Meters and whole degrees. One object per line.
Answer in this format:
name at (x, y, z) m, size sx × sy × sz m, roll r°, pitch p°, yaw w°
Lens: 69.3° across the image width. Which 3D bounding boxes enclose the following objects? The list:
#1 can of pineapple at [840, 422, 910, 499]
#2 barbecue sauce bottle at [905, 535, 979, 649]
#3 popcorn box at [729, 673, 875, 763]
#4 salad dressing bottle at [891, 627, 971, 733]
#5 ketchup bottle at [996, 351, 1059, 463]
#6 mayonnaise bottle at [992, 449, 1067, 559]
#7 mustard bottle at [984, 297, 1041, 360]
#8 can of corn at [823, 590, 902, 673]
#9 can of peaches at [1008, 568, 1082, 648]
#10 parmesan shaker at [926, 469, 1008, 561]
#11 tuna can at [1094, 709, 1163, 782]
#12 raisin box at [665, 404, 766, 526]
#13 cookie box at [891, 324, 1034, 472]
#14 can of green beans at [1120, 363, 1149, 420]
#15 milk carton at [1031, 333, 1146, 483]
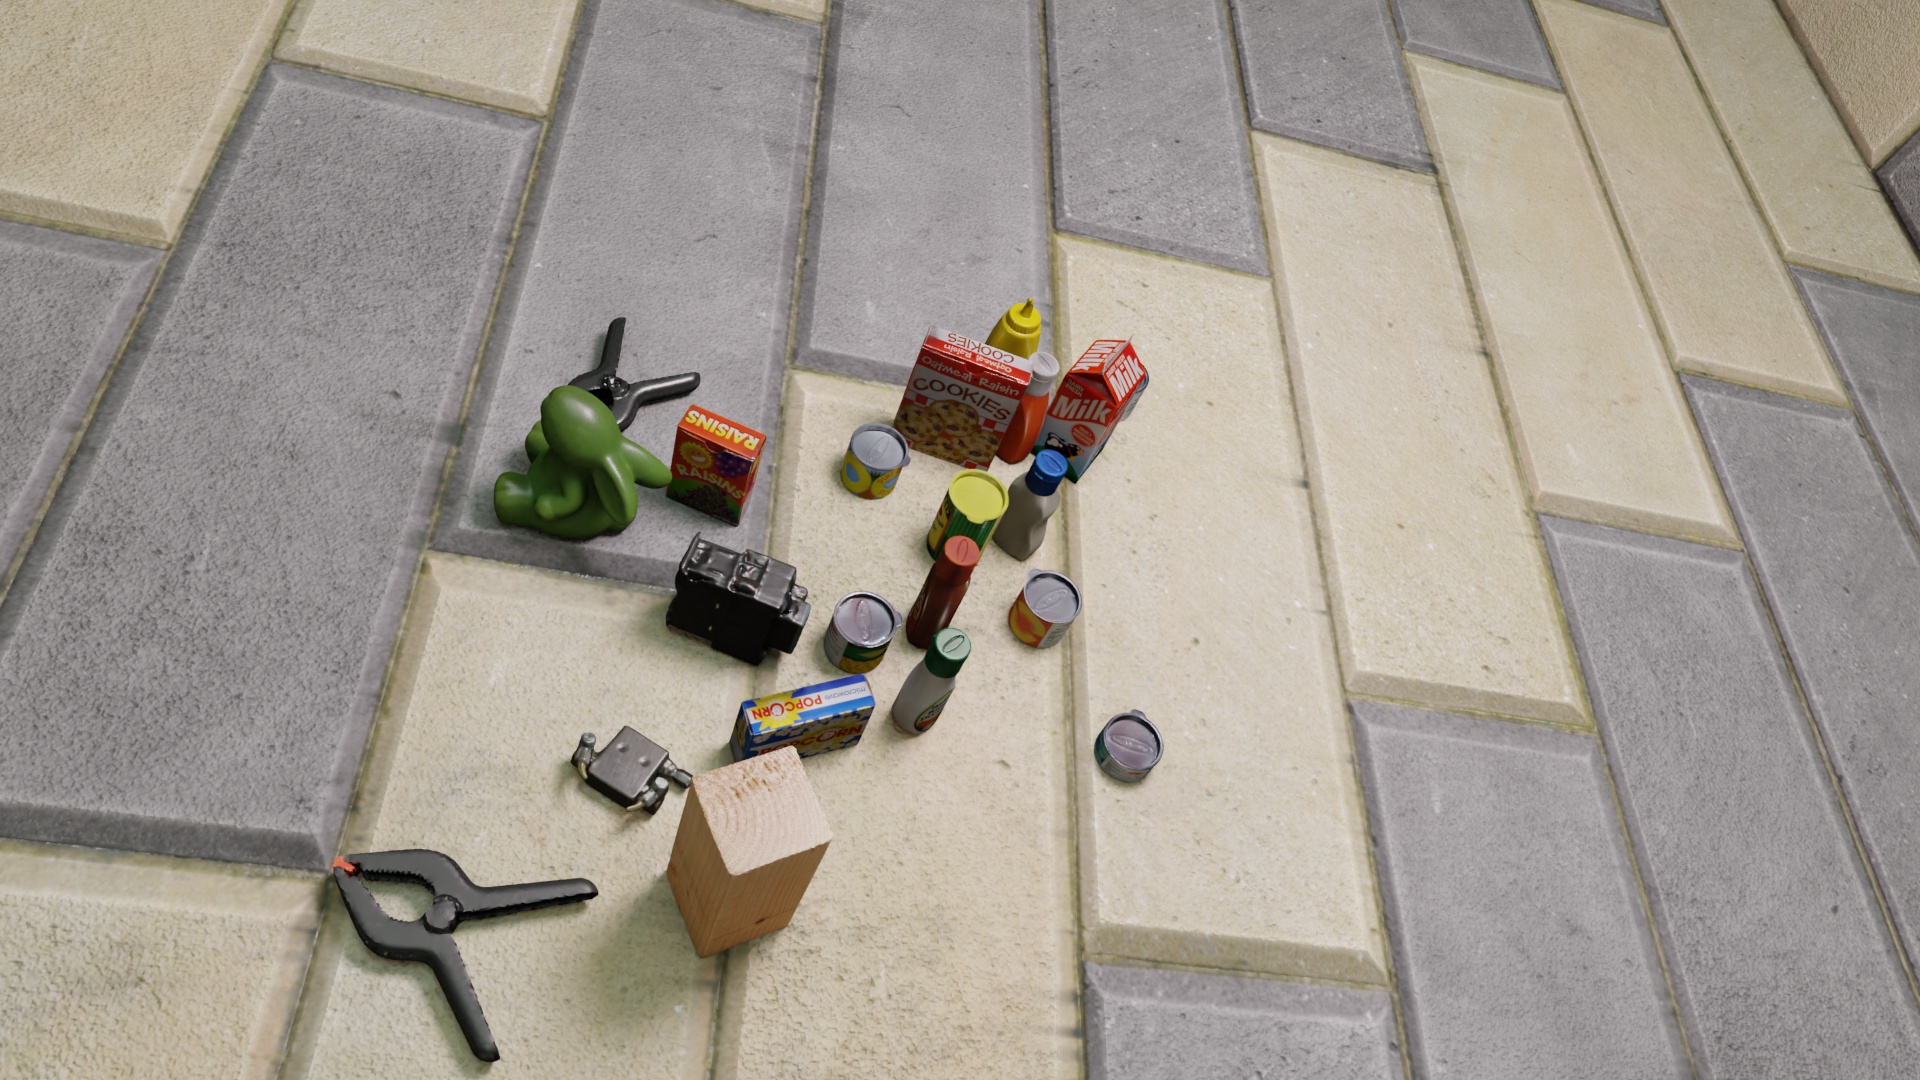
can of pineapple at (-0.096, -0.087, 1.550) m, size 0.071 × 0.057 × 0.071 m, roll 9°, pitch 54°, yaw -13°
barbecue sauce bottle at (-0.017, 0.050, 1.422) m, size 0.044 × 0.147 × 0.065 m, roll 19°, pitch 52°, yaw -6°
popcorn box at (-0.151, 0.175, 1.327) m, size 0.127 × 0.084 × 0.038 m, roll -11°, pitch 60°, yaw -25°
salad dressing bottle at (-0.027, 0.137, 1.358) m, size 0.064 × 0.146 × 0.044 m, roll -34°, pitch 72°, yaw -34°
ketchup bottle at (0.073, -0.155, 1.599) m, size 0.044 × 0.148 × 0.065 m, roll -24°, pitch 67°, yaw -31°
mayonnaise bottle at (0.077, -0.042, 1.520) m, size 0.065 × 0.147 × 0.041 m, roll 44°, pitch 54°, yaw 13°
mustard bottle at (0.064, -0.233, 1.644) m, size 0.065 × 0.159 × 0.049 m, roll 18°, pitch 52°, yaw -6°
can of corn at (-0.100, 0.094, 1.419) m, size 0.071 × 0.058 × 0.071 m, roll 9°, pitch 54°, yaw -13°
can of peaches at (0.090, 0.073, 1.500) m, size 0.071 × 0.057 × 0.071 m, roll 9°, pitch 54°, yaw -13°
parmesan shaker at (0.005, -0.019, 1.507) m, size 0.071 × 0.102 × 0.071 m, roll 9°, pitch 54°, yaw -13°
tuna can at (0.175, 0.213, 1.445) m, size 0.071 × 0.032 × 0.071 m, roll 9°, pitch 54°, yaw -13°
raisin box at (-0.256, -0.077, 1.446) m, size 0.086 × 0.122 × 0.040 m, roll 24°, pitch 52°, yaw -2°
cookie box at (-0.002, -0.155, 1.561) m, size 0.123 × 0.166 × 0.040 m, roll 19°, pitch 52°, yaw -5°
can of green beans at (0.193, -0.190, 1.722) m, size 0.071 × 0.057 × 0.071 m, roll 9°, pitch 54°, yaw -13°
milk carton at (0.150, -0.159, 1.601) m, size 0.073 × 0.189 × 0.073 m, roll 35°, pitch 53°, yaw 7°
